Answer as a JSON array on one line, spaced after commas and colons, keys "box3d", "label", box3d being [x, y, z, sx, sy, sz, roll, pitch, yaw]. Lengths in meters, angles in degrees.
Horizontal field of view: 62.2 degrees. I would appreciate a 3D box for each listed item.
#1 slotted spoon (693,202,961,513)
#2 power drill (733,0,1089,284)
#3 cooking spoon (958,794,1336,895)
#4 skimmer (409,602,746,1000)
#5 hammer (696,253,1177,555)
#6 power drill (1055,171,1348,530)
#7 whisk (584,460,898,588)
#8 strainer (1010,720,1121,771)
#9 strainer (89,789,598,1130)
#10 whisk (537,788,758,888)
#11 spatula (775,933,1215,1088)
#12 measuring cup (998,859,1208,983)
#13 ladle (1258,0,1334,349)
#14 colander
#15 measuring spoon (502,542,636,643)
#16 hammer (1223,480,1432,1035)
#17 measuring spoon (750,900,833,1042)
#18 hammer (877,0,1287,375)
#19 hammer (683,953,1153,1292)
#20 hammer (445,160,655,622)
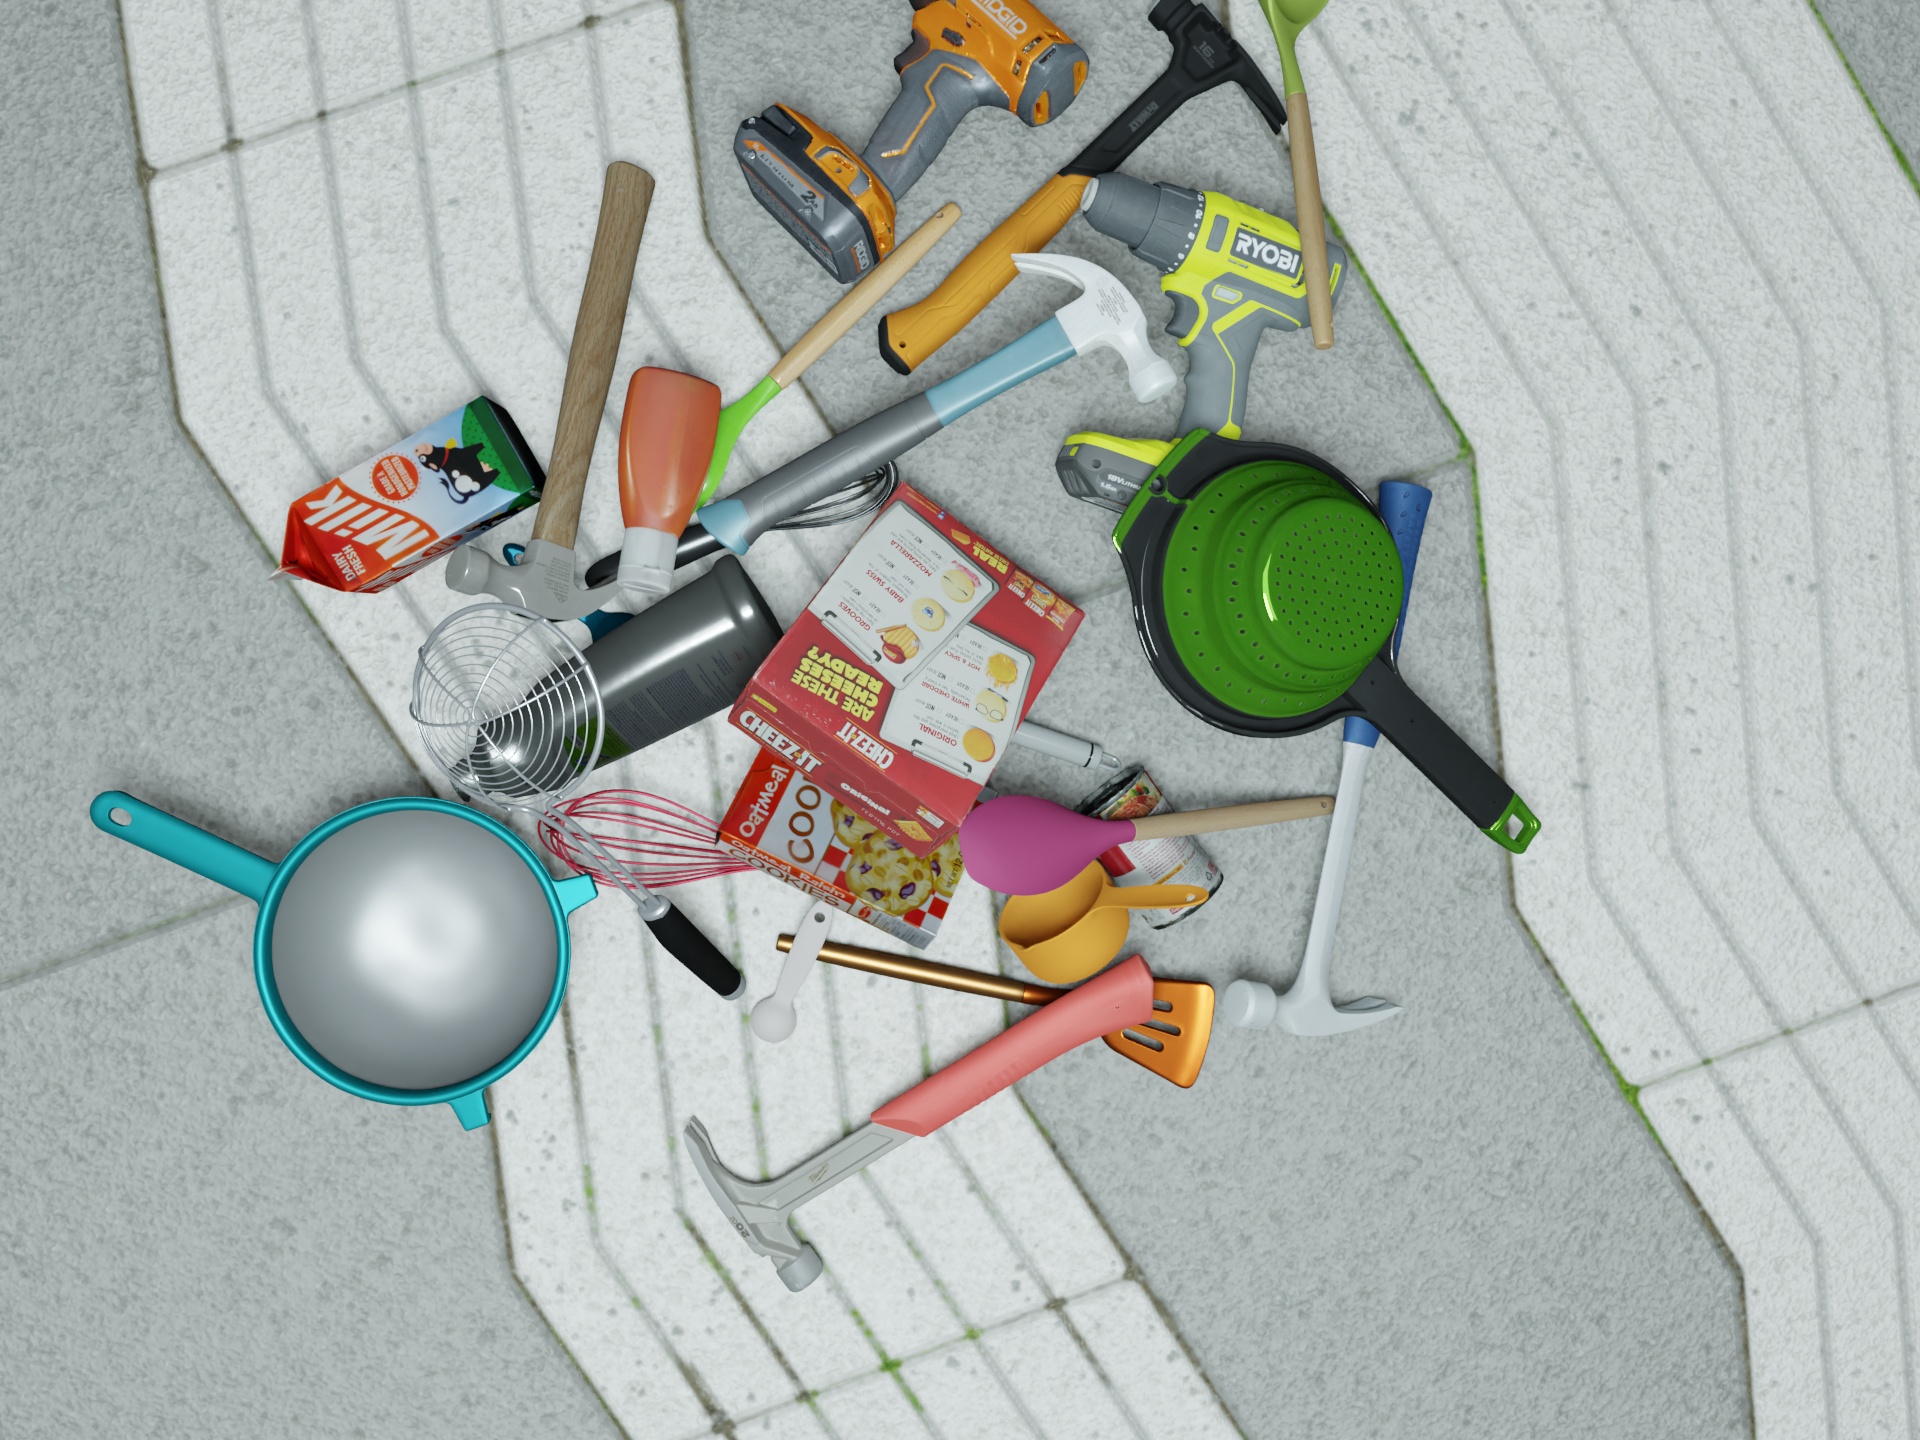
[{"box3d": [-0.116, -0.260, 1.136, 0.314, 0.031, 0.070, -44, 63, -3], "label": "slotted spoon"}, {"box3d": [-0.046, -0.432, 1.102, 0.226, 0.084, 0.164, -42, 78, -4], "label": "power drill"}, {"box3d": [0.139, 0.074, 1.108, 0.318, 0.017, 0.069, -5, 74, -30], "label": "cooking spoon"}, {"box3d": [-0.229, 0.069, 1.055, 0.127, 0.362, 0.090, -12, 50, 17], "label": "skimmer"}, {"box3d": [-0.029, -0.203, 1.078, 0.331, 0.033, 0.128, -28, 83, 8], "label": "hammer"}, {"box3d": [0.150, -0.257, 1.116, 0.190, 0.080, 0.228, 17, 93, -15], "label": "power drill"}, {"box3d": [-0.158, -0.141, 1.135, 0.239, 0.055, 0.055, -21, 95, 3], "label": "whisk"}, {"box3d": [-0.002, -0.004, 1.150, 0.258, 0.087, 0.050, 18, 125, -11], "label": "strainer"}, {"box3d": [-0.431, 0.128, 1.114, 0.340, 0.095, 0.211, 26, 90, -3], "label": "strainer"}, {"box3d": [-0.154, 0.097, 1.145, 0.295, 0.073, 0.073, 8, 93, -9], "label": "whisk"}, {"box3d": [0.023, 0.197, 1.168, 0.322, 0.041, 0.081, 12, 95, -3], "label": "spatula"}, {"box3d": [0.109, 0.141, 1.109, 0.052, 0.174, 0.095, 56, 47, -26], "label": "measuring cup"}, {"box3d": [0.245, -0.409, 1.094, 0.062, 0.078, 0.320, -13, 75, 39], "label": "ladle"}, {"box3d": [0.284, -0.037, 1.080, 0.397, 0.094, 0.204, 41, 78, -15], "label": "colander"}, {"box3d": [-0.279, -0.084, 1.143, 0.128, 0.021, 0.042, 39, 91, -6], "label": "measuring spoon"}, {"box3d": [0.292, 0.030, 1.160, 0.144, 0.035, 0.405, 12, 88, -28], "label": "hammer"}, {"box3d": [-0.121, 0.184, 1.157, 0.034, 0.018, 0.124, 24, 107, -1], "label": "measuring spoon"}, {"box3d": [0.076, -0.366, 1.139, 0.337, 0.034, 0.127, -43, 94, 0], "label": "hammer"}, {"box3d": [-0.020, 0.267, 1.152, 0.359, 0.037, 0.149, -33, 95, 7], "label": "hammer"}, {"box3d": [-0.255, -0.227, 1.093, 0.130, 0.031, 0.331, 20, 74, -42], "label": "hammer"}]
